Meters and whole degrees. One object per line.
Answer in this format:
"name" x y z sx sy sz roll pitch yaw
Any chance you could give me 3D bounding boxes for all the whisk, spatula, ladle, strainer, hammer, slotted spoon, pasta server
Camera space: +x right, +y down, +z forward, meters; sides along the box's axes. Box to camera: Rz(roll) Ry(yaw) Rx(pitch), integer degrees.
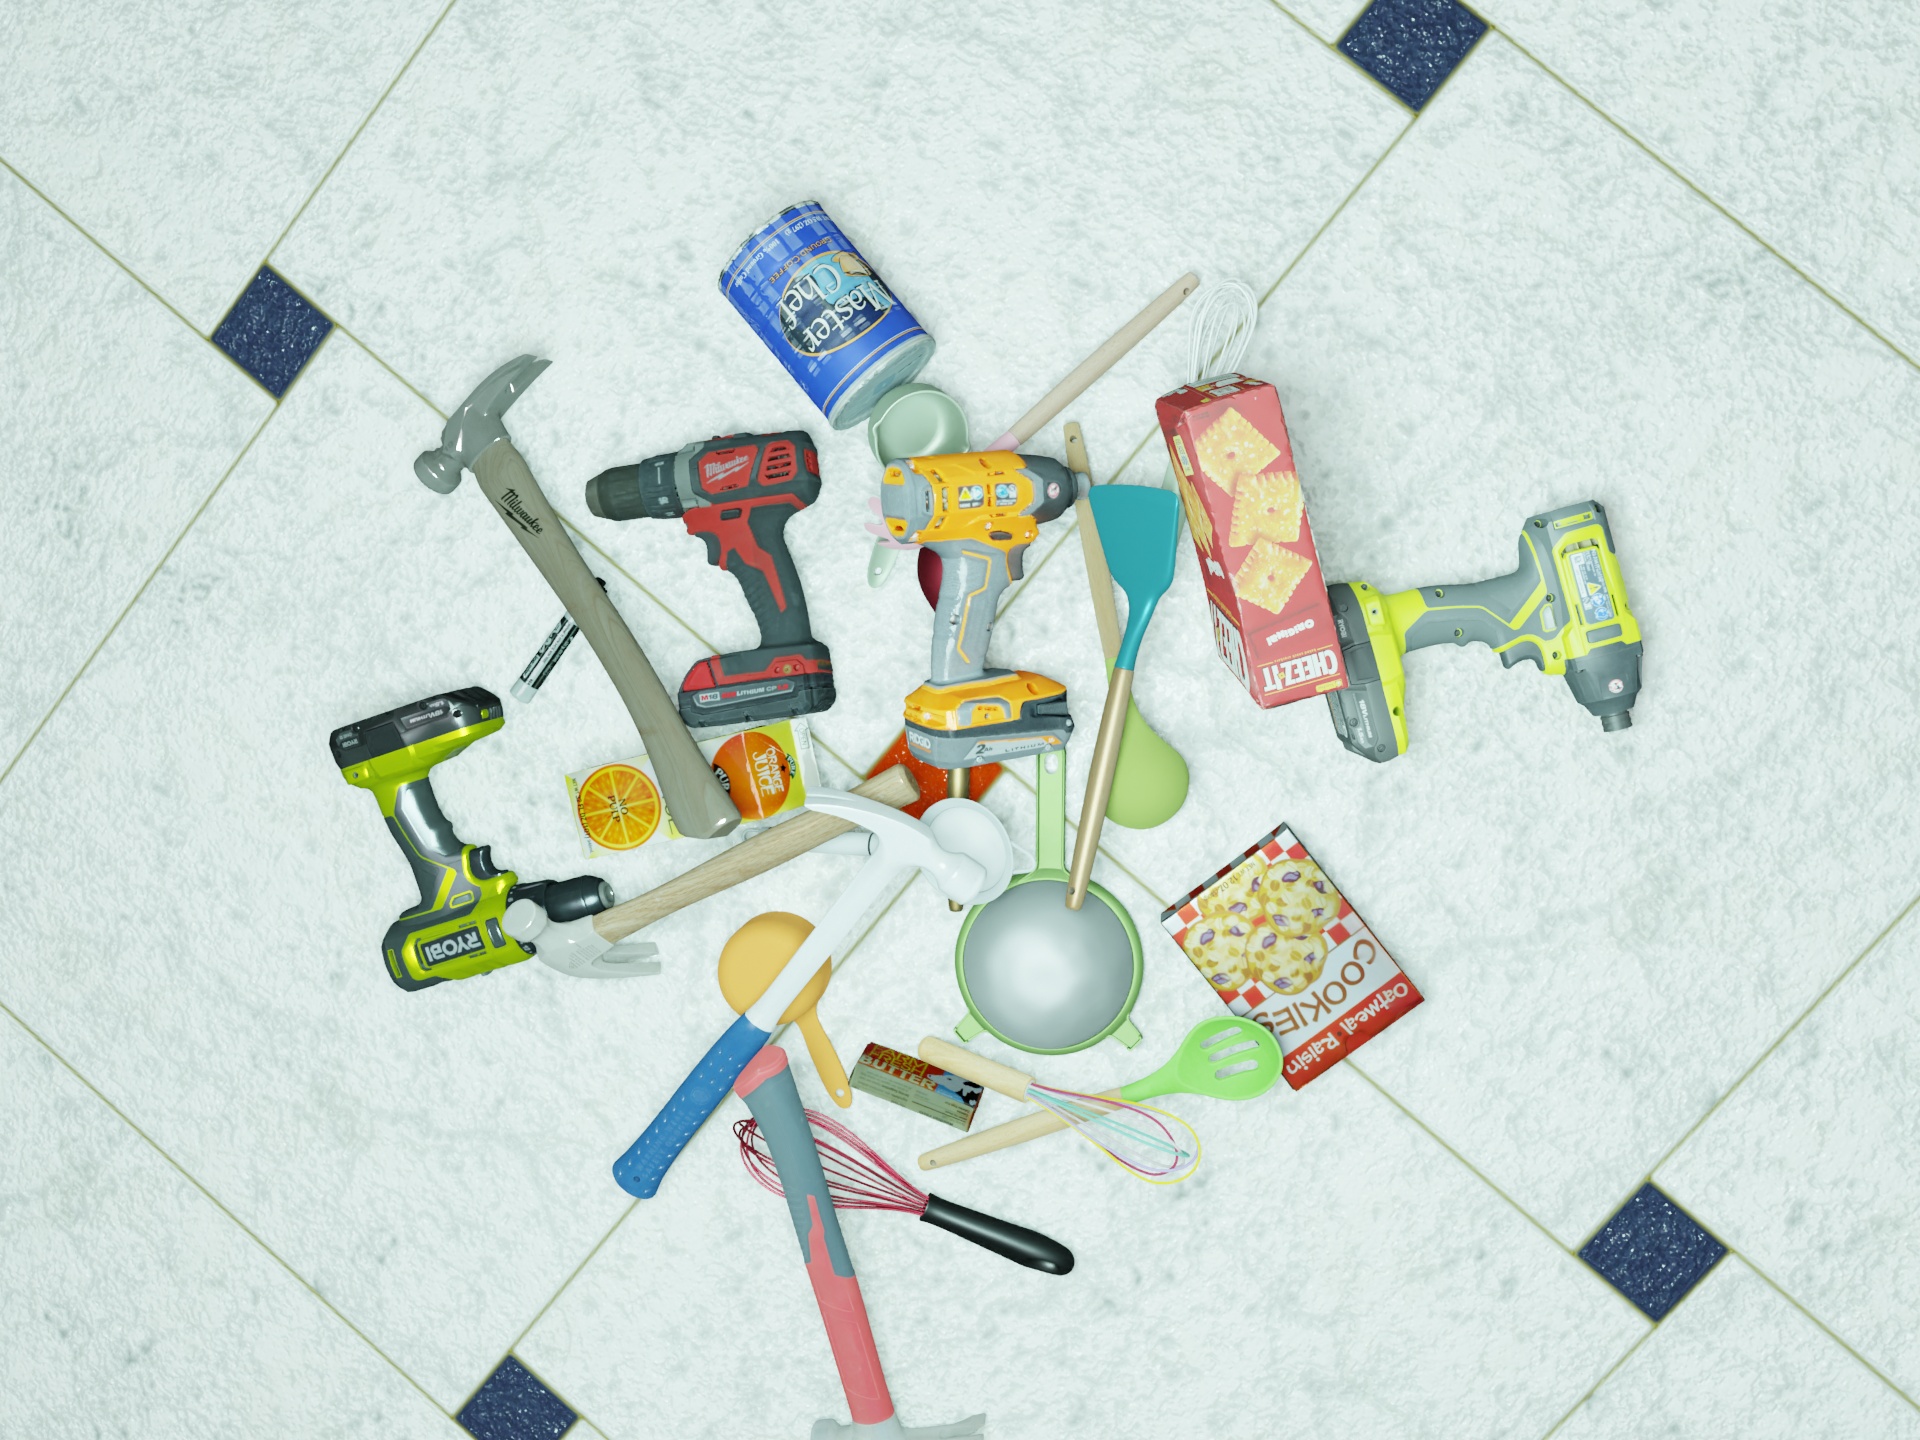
"whisk" 0.070 0.296 1.224 0.245 0.051 0.047 16 96 28
"whisk" -0.046 0.382 1.274 0.296 0.073 0.073 22 97 0
"spatula" 0.109 -0.015 1.184 0.082 0.044 0.317 12 91 41
"ladle" -0.002 -0.004 1.259 0.069 0.031 0.315 1 96 7
"strainer" 0.067 0.143 1.236 0.151 0.069 0.256 1 95 8
"hammer" -0.279 -0.090 1.228 0.146 0.038 0.411 -40 75 22
"slotted spoon" 0.104 0.300 1.246 0.314 0.031 0.070 -23 95 17
"pasta server" 0.058 -0.238 1.221 0.316 0.060 0.040 -42 43 0
"ladle" 0.116 -0.073 1.236 0.078 0.062 0.320 -11 85 10
"hammer" -0.155 0.222 1.232 0.144 0.035 0.405 35 109 -9
"strainer" -0.057 0.097 1.253 0.258 0.050 0.087 2 106 20
"hammer" -0.087 0.423 1.239 0.143 0.038 0.386 -10 110 8
"hammer" -0.181 0.118 1.239 0.331 0.129 0.031 -26 51 11
"whisk" 0.177 -0.215 1.213 0.058 0.059 0.246 24 103 42

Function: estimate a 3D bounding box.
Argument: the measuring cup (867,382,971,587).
"measuring cup" -0.049 -0.185 1.247 0.083 0.038 0.167 7 118 -26

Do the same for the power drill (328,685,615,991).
"power drill" -0.399 0.093 1.295 0.190 0.080 0.228 -18 94 9

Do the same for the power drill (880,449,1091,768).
"power drill" 0.029 -0.089 1.193 0.164 0.084 0.226 -10 104 -25

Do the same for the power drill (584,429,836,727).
"power drill" -0.194 -0.110 1.255 0.188 0.080 0.227 -7 90 8

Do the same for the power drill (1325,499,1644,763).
"power drill" 0.384 -0.052 1.179 0.223 0.080 0.171 -15 91 5

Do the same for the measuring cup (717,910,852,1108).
"measuring cup" -0.133 0.239 1.278 0.095 0.052 0.173 -26 88 9
